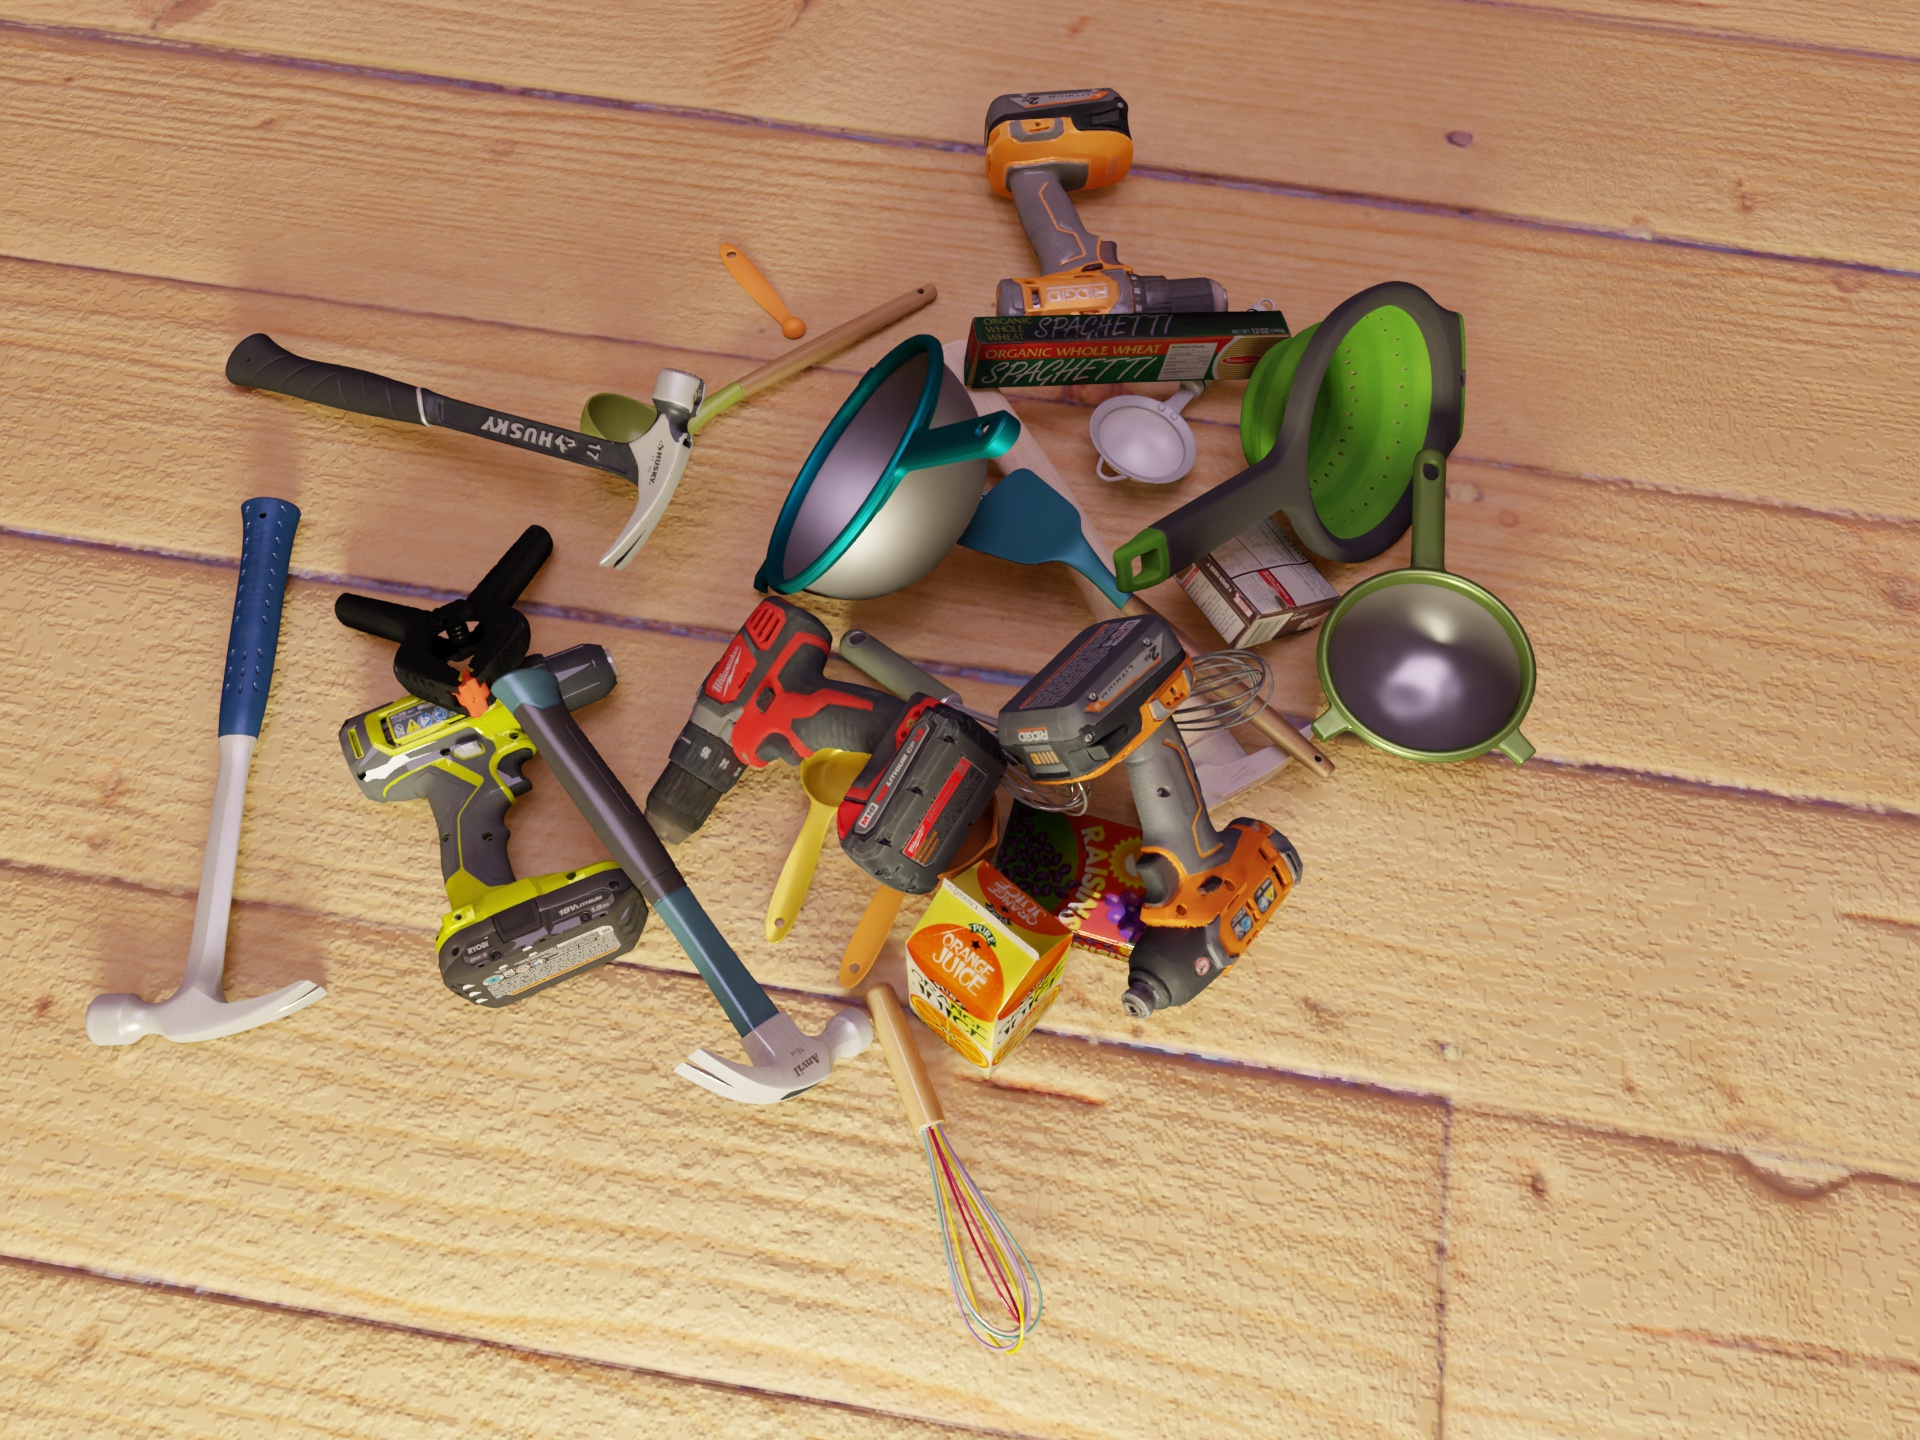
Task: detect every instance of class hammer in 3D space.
[{"bbox_3d":[-0.388,-0.227,1.199,0.409,0.036,0.149,16,91,18],"label":"hammer"},{"bbox_3d":[-0.503,0.023,1.119,0.144,0.035,0.406,-3,65,-2],"label":"hammer"},{"bbox_3d":[-0.193,0.101,1.021,0.331,0.033,0.128,53,39,8],"label":"hammer"},{"bbox_3d":[0.102,-0.121,1.175,0.146,0.038,0.411,-27,73,-14],"label":"hammer"}]

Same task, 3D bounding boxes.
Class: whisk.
[{"bbox_3d":[-0.002,-0.004,1.101,0.058,0.059,0.247,-37,50,-24],"label":"whisk"},{"bbox_3d":[0.098,0.002,1.089,0.239,0.055,0.055,-17,64,22],"label":"whisk"},{"bbox_3d":[-0.009,0.276,1.006,0.051,0.047,0.245,-20,64,-8],"label":"whisk"}]

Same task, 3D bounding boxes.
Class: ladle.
[{"bbox_3d":[-0.151,-0.280,1.252,0.320,0.062,0.078,-31,71,-17],"label":"ladle"}]

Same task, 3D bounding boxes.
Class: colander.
[{"bbox_3d":[0.218,-0.190,1.142,0.397,0.204,0.095,-32,36,-33],"label":"colander"}]

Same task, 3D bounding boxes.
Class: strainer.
[{"bbox_3d":[0.179,-0.257,1.254,0.087,0.050,0.258,38,65,8],"label":"strainer"},{"bbox_3d":[0.333,-0.076,1.156,0.151,0.069,0.257,7,65,5],"label":"strainer"},{"bbox_3d":[-0.018,-0.159,1.080,0.095,0.340,0.211,31,80,-24],"label":"strainer"}]

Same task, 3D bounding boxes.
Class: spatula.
[{"bbox_3d":[0.136,-0.064,1.125,0.317,0.044,0.082,41,71,6],"label":"spatula"}]

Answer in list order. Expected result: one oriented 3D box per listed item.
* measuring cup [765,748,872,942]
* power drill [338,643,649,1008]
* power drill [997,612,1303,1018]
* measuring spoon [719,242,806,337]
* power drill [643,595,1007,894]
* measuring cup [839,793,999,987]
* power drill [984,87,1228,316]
[{"bbox_3d":[-0.099,0.083,1.107,0.062,0.029,0.156,18,78,16],"label":"measuring cup"},{"bbox_3d":[-0.299,0.060,1.084,0.190,0.080,0.229,-23,65,-11],"label":"power drill"},{"bbox_3d":[0.117,0.066,0.999,0.164,0.084,0.226,-44,113,-33],"label":"power drill"},{"bbox_3d":[-0.165,-0.357,1.310,0.021,0.011,0.117,-34,70,-15],"label":"measuring spoon"},{"bbox_3d":[-0.102,0.033,1.060,0.227,0.080,0.188,28,83,35],"label":"power drill"},{"bbox_3d":[-0.035,0.107,1.079,0.095,0.052,0.174,24,73,14],"label":"measuring cup"},{"bbox_3d":[0.113,-0.402,1.299,0.185,0.084,0.226,-5,70,-4],"label":"power drill"}]
